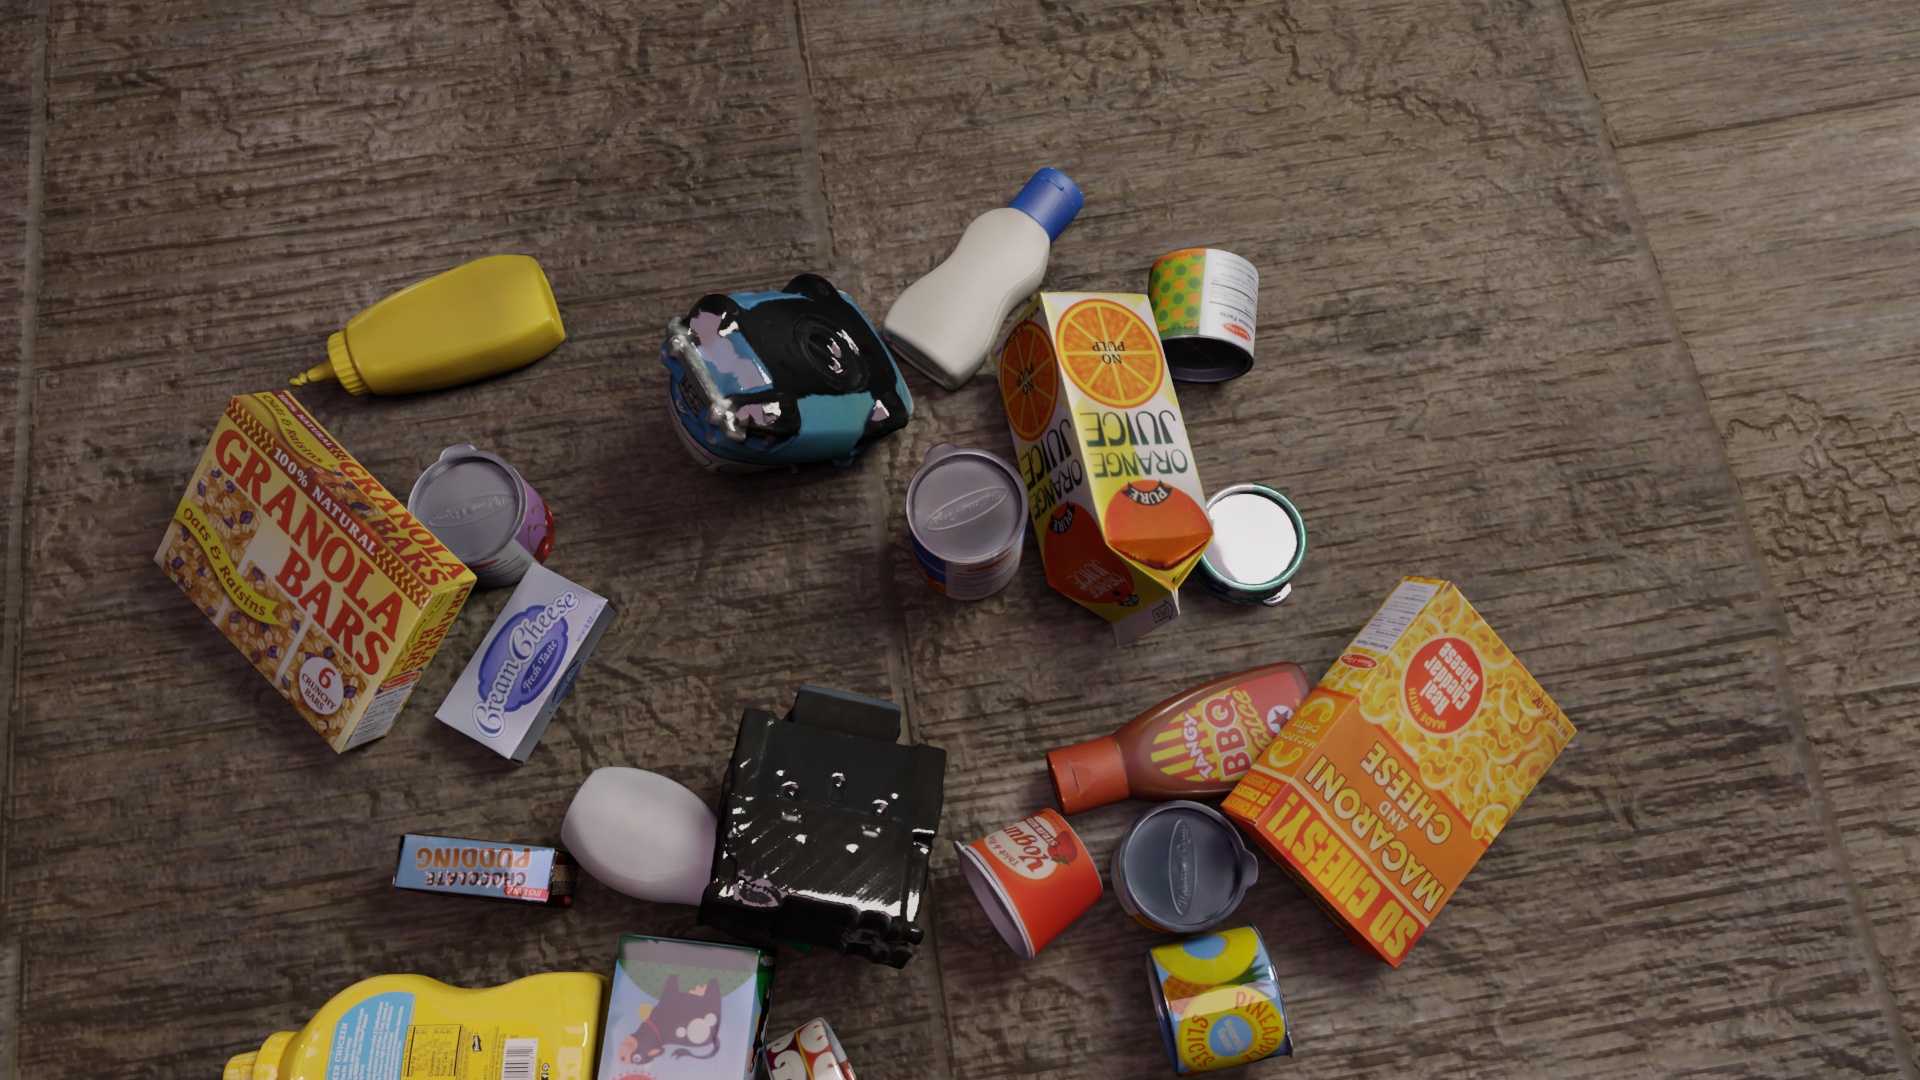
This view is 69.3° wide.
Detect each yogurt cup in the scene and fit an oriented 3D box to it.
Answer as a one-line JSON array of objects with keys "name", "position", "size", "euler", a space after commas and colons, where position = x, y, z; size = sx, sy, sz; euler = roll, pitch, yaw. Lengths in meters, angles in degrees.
[{"name": "yogurt cup", "position": [0.039, 0.179, 0.736], "size": [0.054, 0.072, 0.072], "euler": [-29, 75, -16]}]

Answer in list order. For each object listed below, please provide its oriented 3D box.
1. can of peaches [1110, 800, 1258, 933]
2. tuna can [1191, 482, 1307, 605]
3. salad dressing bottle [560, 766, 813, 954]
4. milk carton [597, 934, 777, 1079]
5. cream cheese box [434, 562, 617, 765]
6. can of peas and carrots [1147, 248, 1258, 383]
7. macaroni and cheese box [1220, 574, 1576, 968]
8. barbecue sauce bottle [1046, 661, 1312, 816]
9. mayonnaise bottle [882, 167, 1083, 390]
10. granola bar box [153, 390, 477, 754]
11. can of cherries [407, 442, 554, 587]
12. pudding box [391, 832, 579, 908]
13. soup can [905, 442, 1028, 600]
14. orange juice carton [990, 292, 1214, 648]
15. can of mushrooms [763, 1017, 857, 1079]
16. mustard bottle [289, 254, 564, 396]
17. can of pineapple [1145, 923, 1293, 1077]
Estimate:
[{"name": "can of peaches", "position": [0.117, 0.175, 0.738], "size": [0.071, 0.058, 0.071], "euler": [0, 73, 0]}, {"name": "tuna can", "position": [0.167, 0.004, 0.803], "size": [0.071, 0.032, 0.071], "euler": [0, 73, 1]}, {"name": "salad dressing bottle", "position": [-0.139, 0.174, 0.747], "size": [0.148, 0.043, 0.064], "euler": [25, 52, 5]}, {"name": "milk carton", "position": [-0.143, 0.299, 0.695], "size": [0.073, 0.072, 0.191], "euler": [5, 74, 2]}, {"name": "cream cheese box", "position": [-0.247, 0.069, 0.790], "size": [0.053, 0.024, 0.104], "euler": [26, 75, 9]}, {"name": "can of peas and carrots", "position": [0.141, -0.133, 0.829], "size": [0.071, 0.070, 0.059], "euler": [7, 73, 2]}, {"name": "macaroni and cheese box", "position": [0.234, 0.121, 0.739], "size": [0.123, 0.040, 0.167], "euler": [46, 78, -16]}, {"name": "barbecue sauce bottle", "position": [0.123, 0.115, 0.764], "size": [0.149, 0.043, 0.065], "euler": [-15, 78, -4]}, {"name": "mayonnaise bottle", "position": [0.019, -0.165, 0.851], "size": [0.065, 0.041, 0.148], "euler": [37, 76, 7]}, {"name": "granola bar box", "position": [-0.359, 0.016, 0.770], "size": [0.166, 0.039, 0.123], "euler": [41, 112, 12]}, {"name": "can of cherries", "position": [-0.274, -0.014, 0.798], "size": [0.071, 0.058, 0.071], "euler": [0, 74, 1]}, {"name": "pudding box", "position": [-0.253, 0.177, 0.745], "size": [0.084, 0.049, 0.030], "euler": [6, 72, 1]}, {"name": "soup can", "position": [0.003, -0.010, 0.781], "size": [0.071, 0.083, 0.071], "euler": [0, 73, 0]}, {"name": "orange juice carton", "position": [0.082, -0.039, 0.785], "size": [0.073, 0.071, 0.193], "euler": [-4, 71, -26]}, {"name": "can of mushrooms", "position": [-0.070, 0.280, 0.702], "size": [0.033, 0.071, 0.071], "euler": [-26, 75, -9]}, {"name": "mustard bottle", "position": [-0.324, -0.121, 0.836], "size": [0.160, 0.048, 0.065], "euler": [-19, 74, -4]}, {"name": "can of pineapple", "position": [0.132, 0.237, 0.713], "size": [0.058, 0.071, 0.071], "euler": [-12, 74, -2]}]
